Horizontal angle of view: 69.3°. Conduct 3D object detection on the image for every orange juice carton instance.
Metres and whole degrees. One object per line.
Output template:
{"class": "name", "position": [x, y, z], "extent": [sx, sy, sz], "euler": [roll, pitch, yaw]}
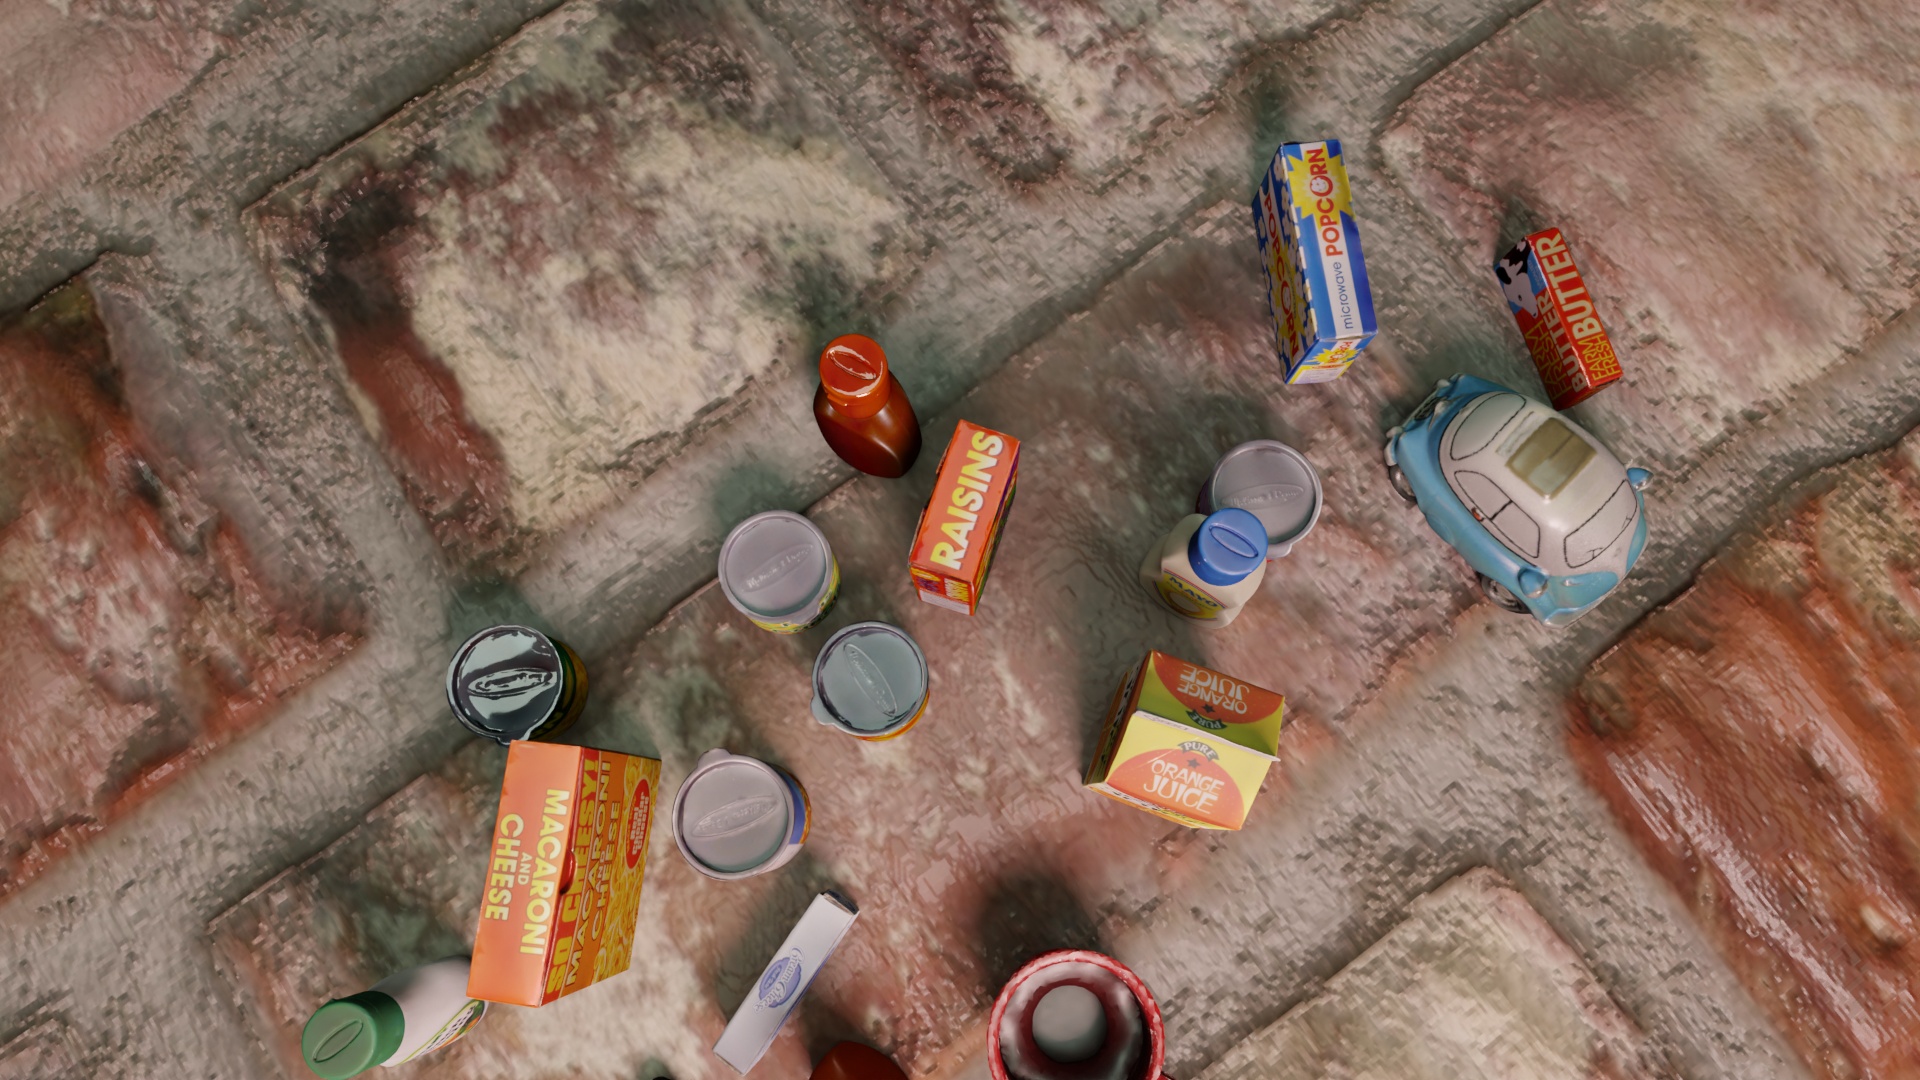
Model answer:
{"class": "orange juice carton", "position": [0.116, 0.108, 0.735], "extent": [0.072, 0.192, 0.073], "euler": [20, 80, 4]}

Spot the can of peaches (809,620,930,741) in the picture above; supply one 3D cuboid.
{"class": "can of peaches", "position": [-0.053, 0.084, 0.810], "extent": [0.071, 0.058, 0.071], "euler": [0, 79, 0]}

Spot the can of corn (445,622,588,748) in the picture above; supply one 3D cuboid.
{"class": "can of corn", "position": [-0.257, 0.087, 0.811], "extent": [0.071, 0.058, 0.071], "euler": [0, 79, 0]}

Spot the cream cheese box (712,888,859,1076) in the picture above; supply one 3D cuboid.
{"class": "cream cheese box", "position": [-0.096, 0.245, 0.779], "extent": [0.024, 0.053, 0.104], "euler": [34, 81, 7]}

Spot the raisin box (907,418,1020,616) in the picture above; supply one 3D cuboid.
{"class": "raisin box", "position": [0.003, -0.010, 0.796], "extent": [0.040, 0.123, 0.086], "euler": [19, 80, 4]}

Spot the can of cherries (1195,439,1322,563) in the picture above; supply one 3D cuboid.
{"class": "can of cherries", "position": [0.176, -0.019, 0.829], "extent": [0.071, 0.058, 0.071], "euler": [0, 79, 0]}

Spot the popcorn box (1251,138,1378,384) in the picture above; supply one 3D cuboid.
{"class": "popcorn box", "position": [0.214, -0.168, 0.846], "extent": [0.038, 0.085, 0.127], "euler": [-7, 79, -1]}

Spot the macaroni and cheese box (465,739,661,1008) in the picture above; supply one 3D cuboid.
{"class": "macaroni and cheese box", "position": [-0.204, 0.172, 0.738], "extent": [0.040, 0.166, 0.124], "euler": [6, 79, 2]}

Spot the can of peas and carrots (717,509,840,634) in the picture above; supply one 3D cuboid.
{"class": "can of peas and carrots", "position": [-0.104, 0.022, 0.823], "extent": [0.071, 0.058, 0.071], "euler": [0, 79, 0]}

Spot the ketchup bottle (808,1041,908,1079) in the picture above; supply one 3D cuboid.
{"class": "ketchup bottle", "position": [-0.053, 0.300, 0.719], "extent": [0.065, 0.148, 0.043], "euler": [38, 82, 7]}

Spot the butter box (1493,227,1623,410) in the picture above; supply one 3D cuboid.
{"class": "butter box", "position": [0.367, -0.135, 0.855], "extent": [0.024, 0.053, 0.103], "euler": [-18, 79, -3]}

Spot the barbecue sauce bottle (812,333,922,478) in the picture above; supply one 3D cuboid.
{"class": "barbecue sauce bottle", "position": [-0.056, -0.077, 0.797], "extent": [0.065, 0.148, 0.044], "euler": [29, 81, 6]}

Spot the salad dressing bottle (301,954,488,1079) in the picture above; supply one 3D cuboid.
{"class": "salad dressing bottle", "position": [-0.296, 0.252, 0.731], "extent": [0.064, 0.147, 0.044], "euler": [-39, 81, -7]}

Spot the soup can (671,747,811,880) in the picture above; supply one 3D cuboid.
{"class": "soup can", "position": [-0.122, 0.153, 0.783], "extent": [0.071, 0.083, 0.071], "euler": [0, 79, 0]}

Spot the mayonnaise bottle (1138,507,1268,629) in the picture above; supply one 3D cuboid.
{"class": "mayonnaise bottle", "position": [0.139, 0.014, 0.777], "extent": [0.065, 0.148, 0.041], "euler": [32, 81, 6]}
